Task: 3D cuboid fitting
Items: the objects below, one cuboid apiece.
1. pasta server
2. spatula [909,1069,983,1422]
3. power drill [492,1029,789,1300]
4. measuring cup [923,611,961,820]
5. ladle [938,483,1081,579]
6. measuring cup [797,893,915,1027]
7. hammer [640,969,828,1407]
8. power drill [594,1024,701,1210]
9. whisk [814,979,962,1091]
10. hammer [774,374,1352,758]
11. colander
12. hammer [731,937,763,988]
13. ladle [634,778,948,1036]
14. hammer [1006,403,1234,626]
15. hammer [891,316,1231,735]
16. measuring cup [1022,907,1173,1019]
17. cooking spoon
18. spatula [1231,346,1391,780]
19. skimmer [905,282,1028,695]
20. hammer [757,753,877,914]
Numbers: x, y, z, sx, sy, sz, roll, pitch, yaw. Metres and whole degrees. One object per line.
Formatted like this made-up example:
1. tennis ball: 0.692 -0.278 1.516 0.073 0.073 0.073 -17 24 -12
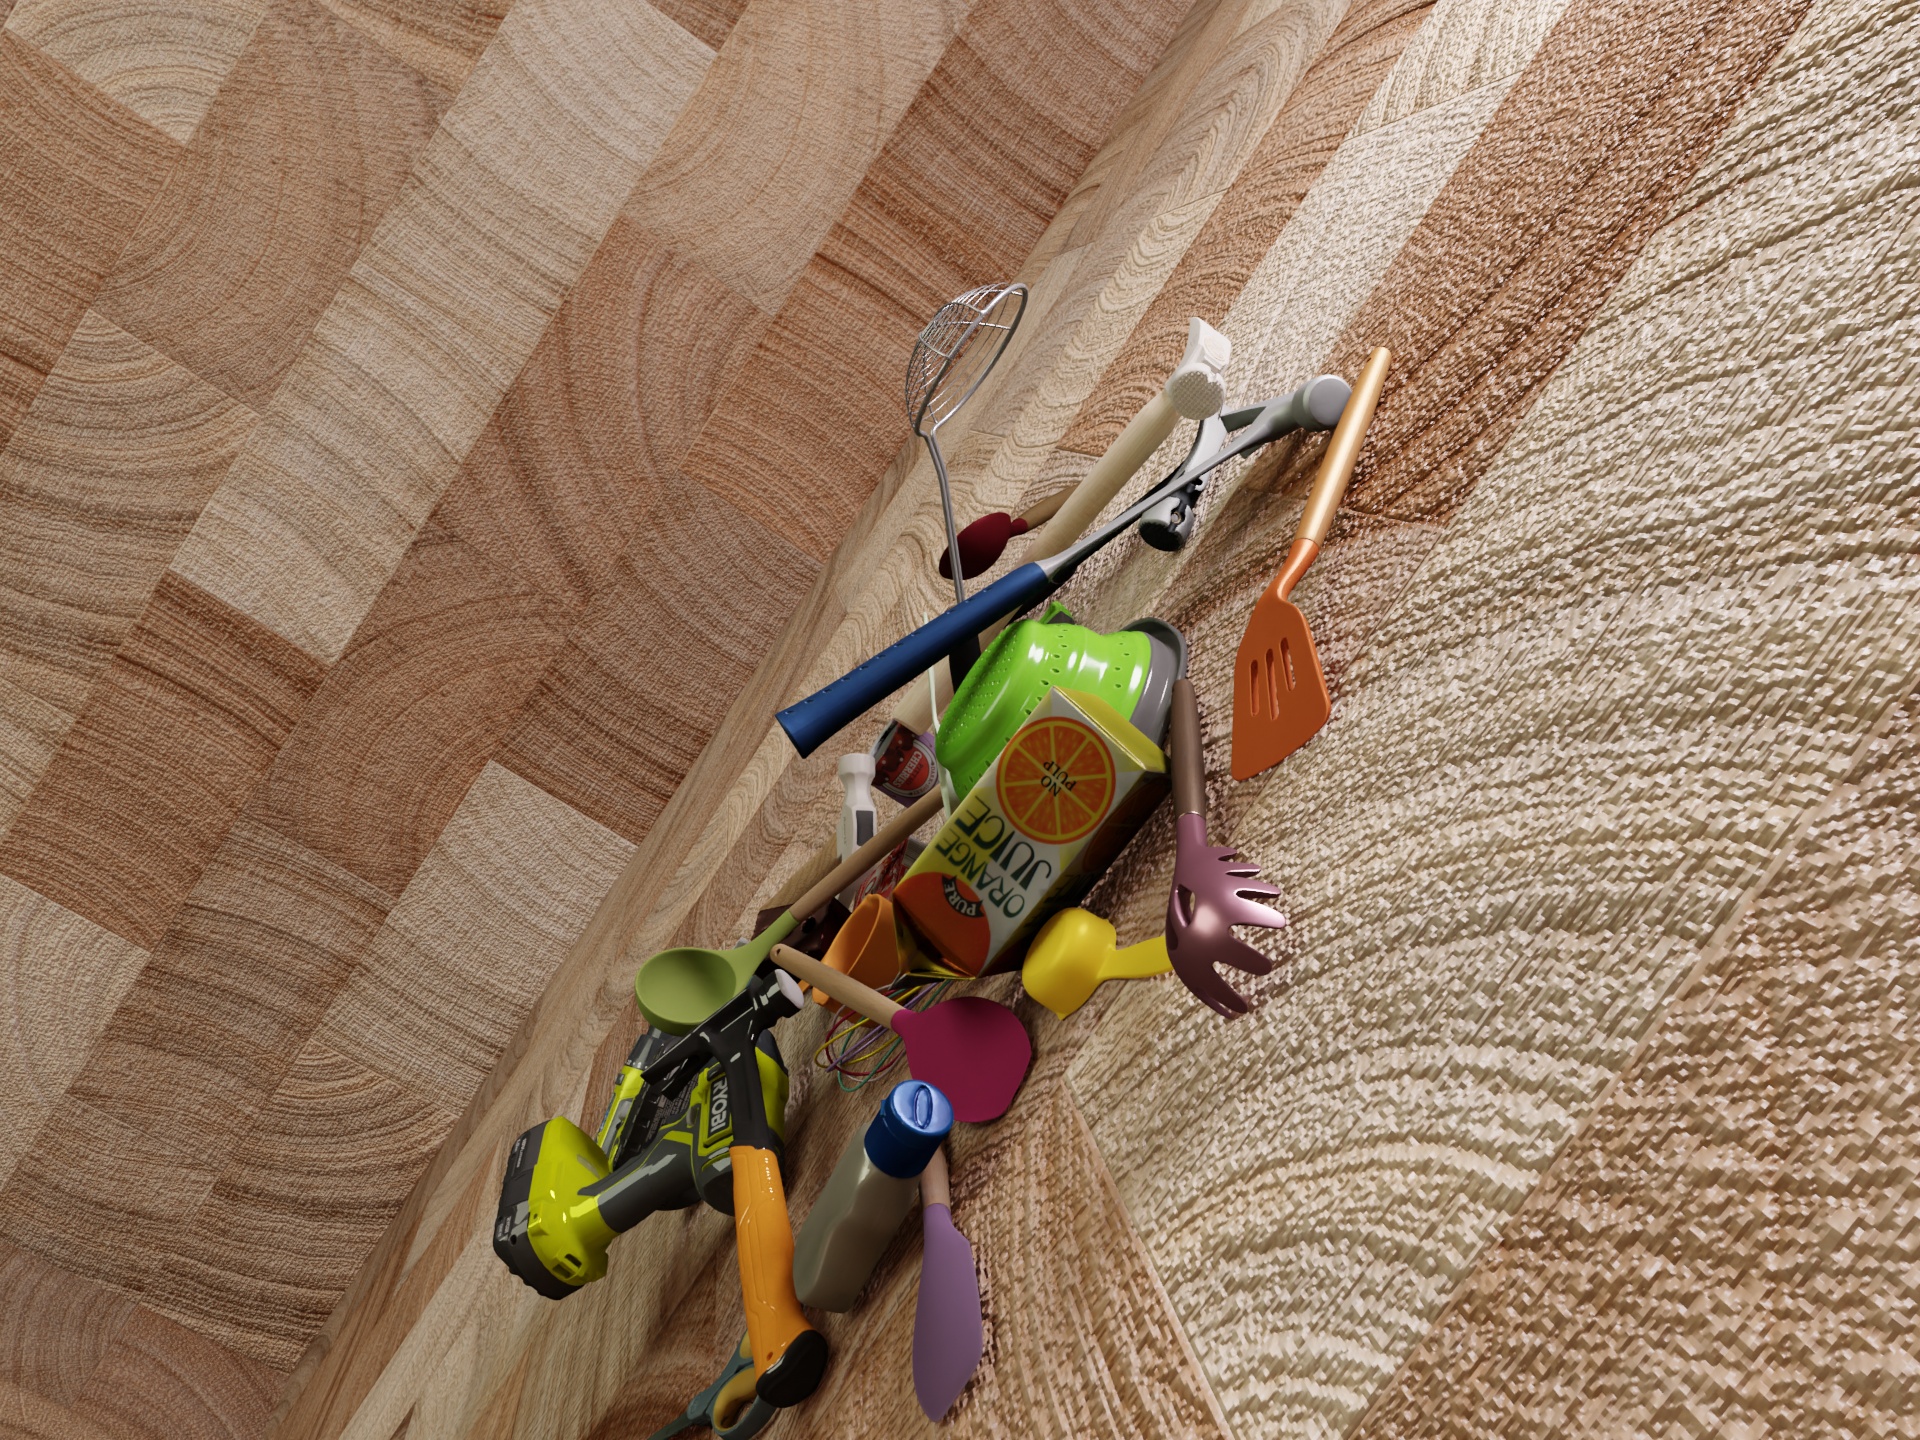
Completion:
1. pasta server: 0.123 0.045 0.809 0.316 0.040 0.060 -75 9 -66
2. spatula: -0.015 0.251 0.852 0.059 0.018 0.316 -58 13 14
3. power drill: -0.227 0.317 1.177 0.223 0.080 0.171 -30 31 13
4. measuring cup: -0.002 -0.004 1.182 0.083 0.038 0.168 97 166 -74
5. ladle: 0.057 -0.170 1.356 0.069 0.031 0.315 -52 -5 27
6. measuring cup: -0.080 0.193 1.153 0.173 0.052 0.095 -46 17 47
7. hammer: -0.135 0.290 0.996 0.127 0.034 0.337 -38 28 6
8. power drill: -0.258 0.330 1.381 0.228 0.080 0.191 -26 42 67
9. whisk: -0.019 0.167 1.002 0.245 0.047 0.051 -45 23 36
10. hammer: 0.060 -0.100 1.024 0.405 0.035 0.144 -33 9 -7
11. colander: 0.047 -0.028 1.107 0.204 0.094 0.397 -53 14 17
12. hammer: -0.179 0.241 1.436 0.331 0.033 0.128 -34 28 59
13. ladle: -0.112 0.127 1.211 0.320 0.062 0.078 -39 50 0
14. hammer: 0.096 -0.139 1.324 0.149 0.036 0.409 -62 14 -26
15. hammer: 0.071 -0.140 1.255 0.410 0.038 0.146 -49 12 31
16. measuring cup: 0.073 0.117 0.812 0.062 0.029 0.156 -62 12 -21
17. cooking spoon: -0.048 0.179 0.982 0.319 0.017 0.069 11 71 59
18. spatula: 0.205 -0.105 0.884 0.081 0.041 0.323 -43 15 52
19. skimmer: 0.021 -0.133 1.172 0.127 0.090 0.363 -44 -50 -60
20. hammer: -0.133 0.144 1.426 0.331 0.031 0.130 134 137 -61
